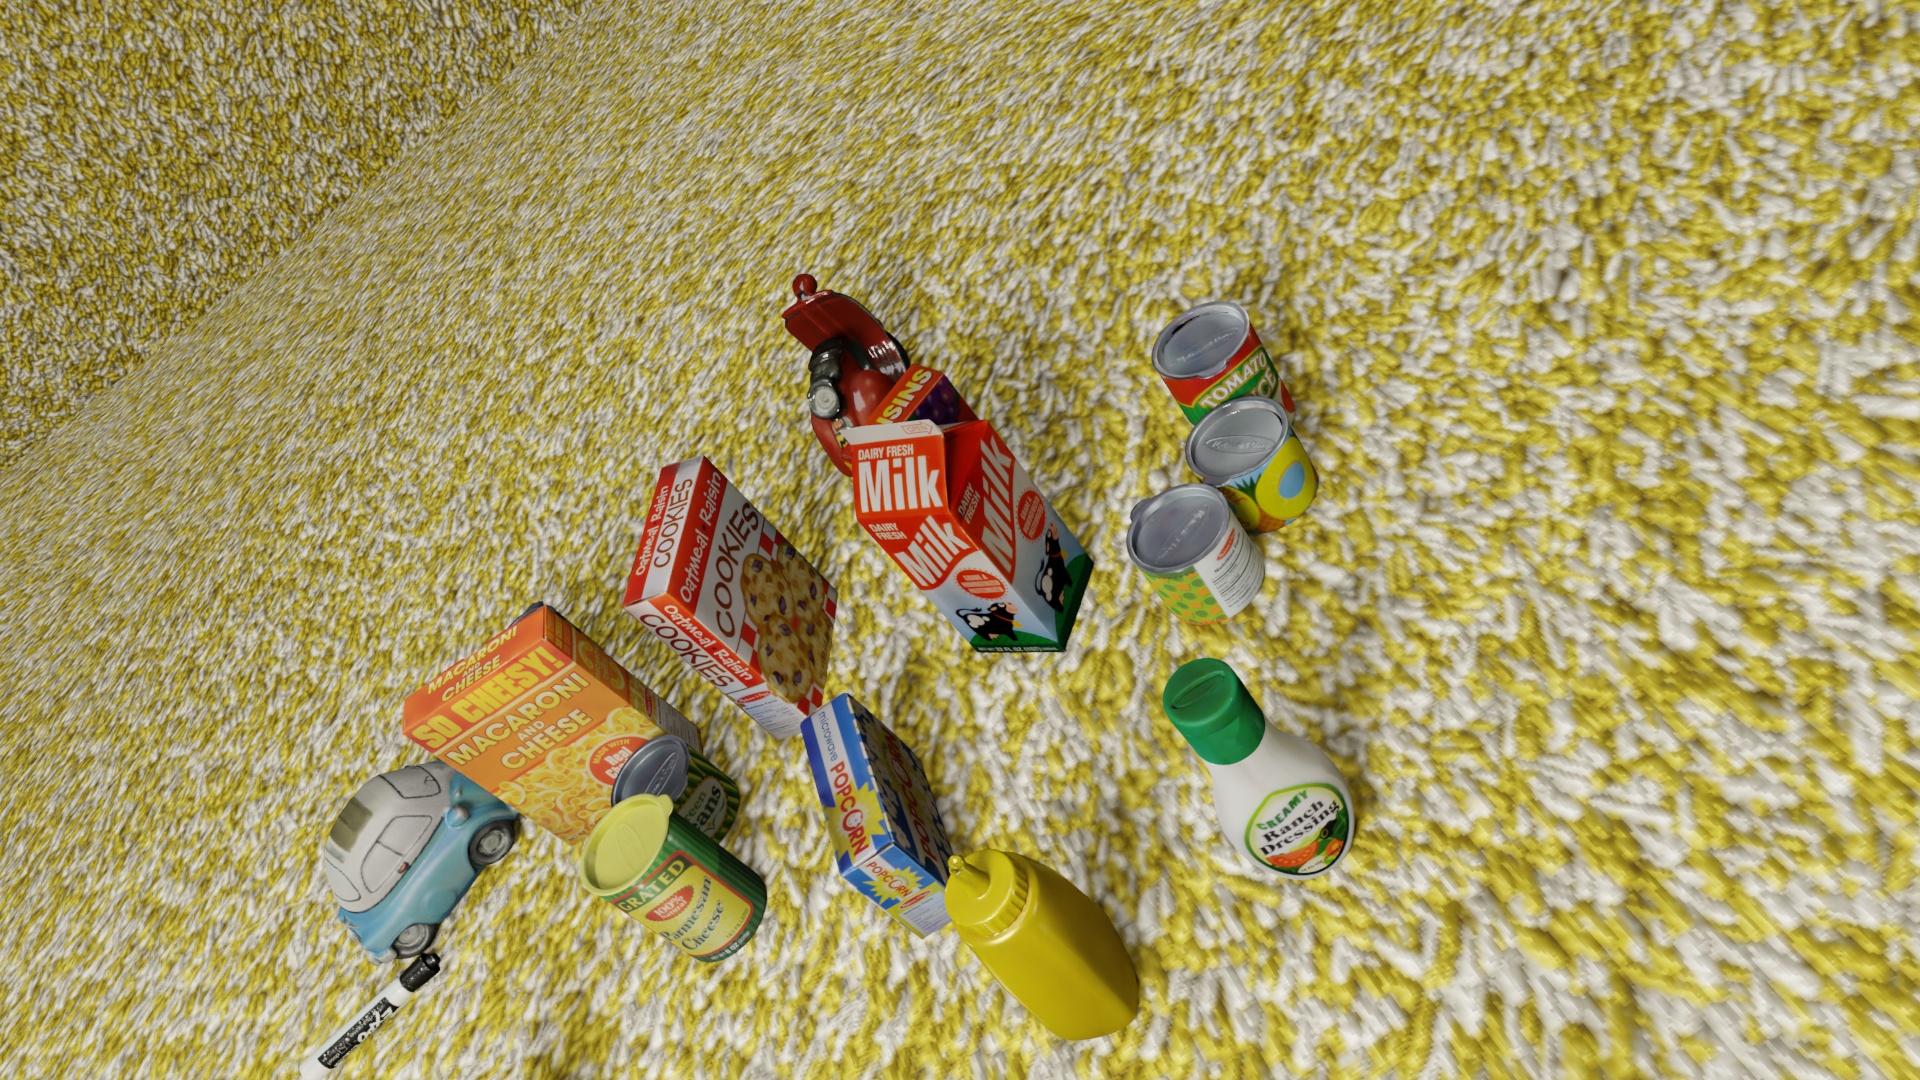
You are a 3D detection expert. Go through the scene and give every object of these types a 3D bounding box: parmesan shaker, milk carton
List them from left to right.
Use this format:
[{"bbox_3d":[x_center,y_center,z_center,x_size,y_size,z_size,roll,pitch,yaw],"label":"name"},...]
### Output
[{"bbox_3d":[-0.173,0.209,0.860,0.071,0.102,0.072,-22,42,22],"label":"parmesan shaker"},{"bbox_3d":[0.003,-0.011,0.859,0.072,0.190,0.074,-4,51,36],"label":"milk carton"}]

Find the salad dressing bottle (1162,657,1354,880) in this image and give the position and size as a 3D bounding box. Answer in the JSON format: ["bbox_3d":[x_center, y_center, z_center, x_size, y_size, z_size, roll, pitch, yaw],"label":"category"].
[{"bbox_3d":[0.142,0.110,0.666,0.064,0.147,0.044,-35,39,7],"label":"salad dressing bottle"}]

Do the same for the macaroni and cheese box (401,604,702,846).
[{"bbox_3d":[-0.281,0.133,0.969,0.123,0.166,0.040,-33,39,9],"label":"macaroni and cheese box"}]

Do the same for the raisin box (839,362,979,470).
[{"bbox_3d":[-0.016,-0.049,0.965,0.040,0.123,0.086,23,69,48],"label":"raisin box"}]

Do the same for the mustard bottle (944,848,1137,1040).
[{"bbox_3d":[0.033,0.187,0.670,0.048,0.159,0.065,-28,40,15],"label":"mustard bottle"}]

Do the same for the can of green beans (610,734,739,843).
[{"bbox_3d":[-0.193,0.175,0.945,0.071,0.057,0.071,-22,42,21],"label":"can of green beans"}]

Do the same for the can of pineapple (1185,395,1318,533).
[{"bbox_3d":[0.179,-0.045,0.857,0.071,0.057,0.071,-22,42,21],"label":"can of pineapple"}]

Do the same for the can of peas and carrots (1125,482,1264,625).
[{"bbox_3d":[0.140,0.008,0.837,0.071,0.058,0.071,-22,42,21],"label":"can of peas and carrots"}]

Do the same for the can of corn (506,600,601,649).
[{"bbox_3d":[-0.336,0.094,1.137,0.071,0.058,0.071,-22,42,21],"label":"can of corn"}]

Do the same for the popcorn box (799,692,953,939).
[{"bbox_3d":[-0.046,0.160,0.819,0.038,0.085,0.127,-34,39,7],"label":"popcorn box"}]

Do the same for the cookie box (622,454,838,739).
[{"bbox_3d":[-0.153,0.040,0.954,0.040,0.167,0.123,-19,43,24],"label":"cookie box"}]

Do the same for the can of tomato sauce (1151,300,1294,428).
[{"bbox_3d":[0.172,-0.101,0.897,0.071,0.083,0.071,-22,42,21],"label":"can of tomato sauce"}]
